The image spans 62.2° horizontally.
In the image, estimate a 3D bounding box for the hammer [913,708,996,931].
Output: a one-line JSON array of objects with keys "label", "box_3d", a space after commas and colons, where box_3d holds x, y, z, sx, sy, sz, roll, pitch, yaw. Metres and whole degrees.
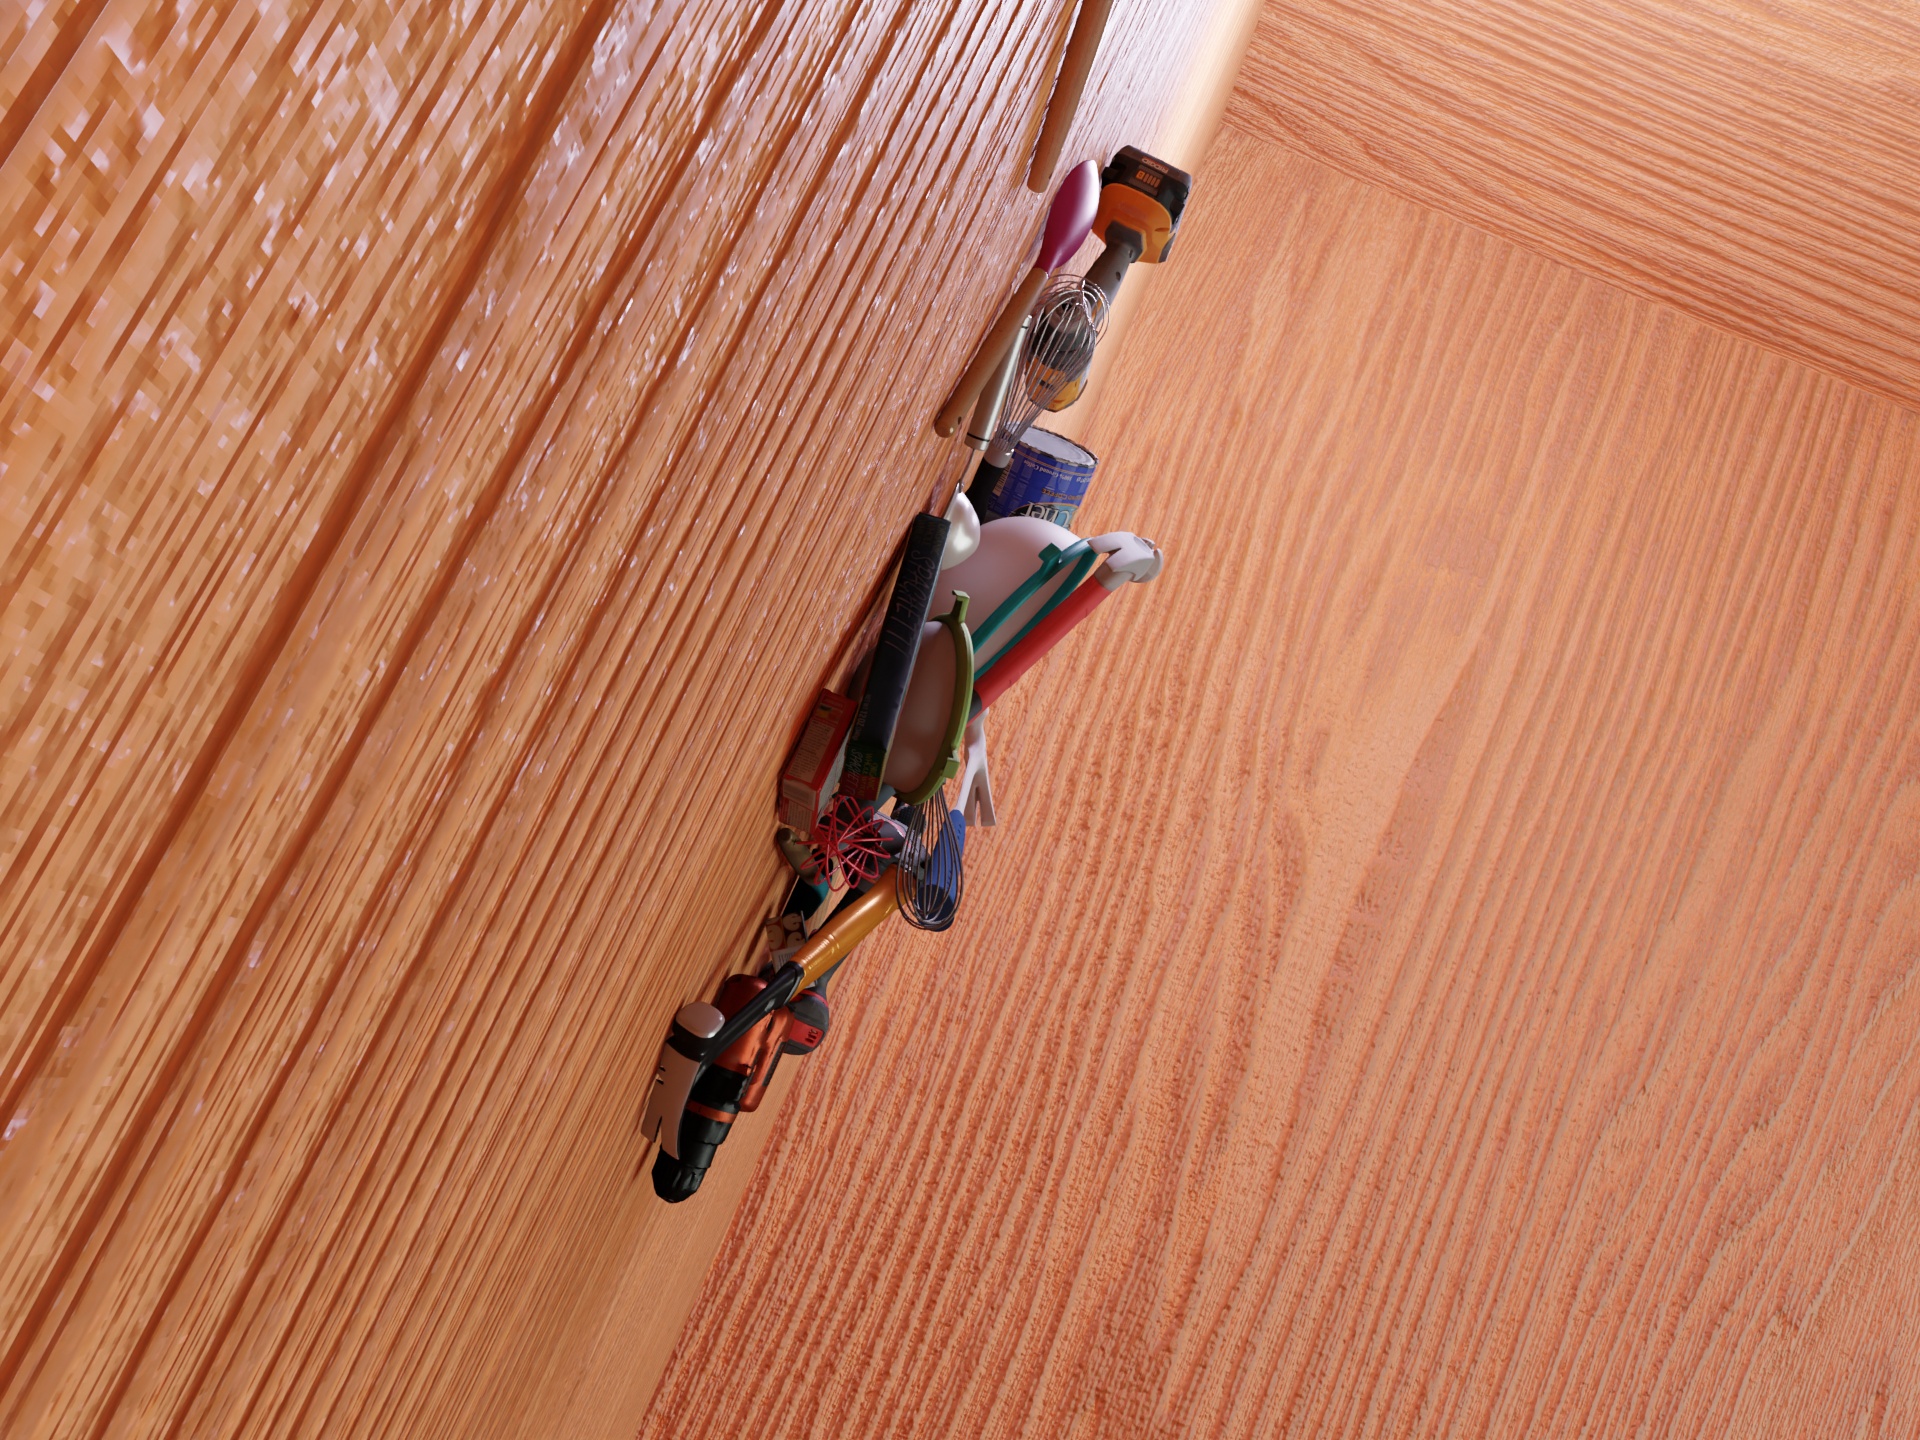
[{"label": "hammer", "box_3d": [-0.001, 0.096, 1.479, 0.406, 0.035, 0.144, -73, 160, -71]}]

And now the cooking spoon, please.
[{"label": "cooking spoon", "box_3d": [0.048, -0.308, 1.156, 0.068, 0.017, 0.319, 80, 31, -48]}]

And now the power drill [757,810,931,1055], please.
[{"label": "power drill", "box_3d": [-0.120, 0.193, 1.489, 0.219, 0.078, 0.143, -59, -161, 6]}]

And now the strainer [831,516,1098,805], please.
[{"label": "strainer", "box_3d": [-0.024, -0.066, 1.417, 0.340, 0.095, 0.211, -46, 174, 18]}]

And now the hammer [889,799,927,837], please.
[{"label": "hammer", "box_3d": [-0.022, -0.041, 1.714, 0.149, 0.036, 0.409, -40, -151, 62]}]

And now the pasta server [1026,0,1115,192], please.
[{"label": "pasta server", "box_3d": [0.094, -0.426, 0.880, 0.060, 0.040, 0.316, -49, 168, -40]}]

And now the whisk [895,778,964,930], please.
[{"label": "whisk", "box_3d": [-0.020, 0.048, 1.265, 0.055, 0.055, 0.239, 105, -12, -76]}]

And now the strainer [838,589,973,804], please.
[{"label": "strainer", "box_3d": [-0.072, 0.002, 1.262, 0.256, 0.069, 0.152, 144, -46, -58]}]

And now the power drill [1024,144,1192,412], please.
[{"label": "power drill", "box_3d": [0.129, -0.409, 1.456, 0.226, 0.084, 0.185, -62, 176, -8]}]

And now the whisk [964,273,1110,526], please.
[{"label": "whisk", "box_3d": [0.044, -0.255, 1.360, 0.284, 0.070, 0.070, -61, -178, 37]}]

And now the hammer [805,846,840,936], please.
[{"label": "hammer", "box_3d": [-0.162, 0.223, 1.670, 0.331, 0.031, 0.130, 111, 3, -47]}]

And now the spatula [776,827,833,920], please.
[{"label": "spatula", "box_3d": [-0.138, 0.123, 1.332, 0.317, 0.044, 0.082, 88, 26, -75]}]

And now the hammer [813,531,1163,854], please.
[{"label": "hammer", "box_3d": [0.007, -0.016, 1.330, 0.386, 0.038, 0.143, -43, 170, 19]}]

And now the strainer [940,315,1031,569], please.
[{"label": "strainer", "box_3d": [0.012, -0.207, 1.231, 0.087, 0.050, 0.258, -81, -171, -71]}]

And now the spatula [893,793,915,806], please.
[{"label": "spatula", "box_3d": [-0.072, 0.069, 1.579, 0.081, 0.041, 0.322, -60, -175, -18]}]

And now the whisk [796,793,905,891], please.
[{"label": "whisk", "box_3d": [-0.077, 0.097, 1.273, 0.295, 0.073, 0.073, 26, 87, -83]}]

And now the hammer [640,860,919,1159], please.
[{"label": "hammer", "box_3d": [-0.124, 0.198, 1.219, 0.337, 0.034, 0.127, -37, 152, -56]}]
